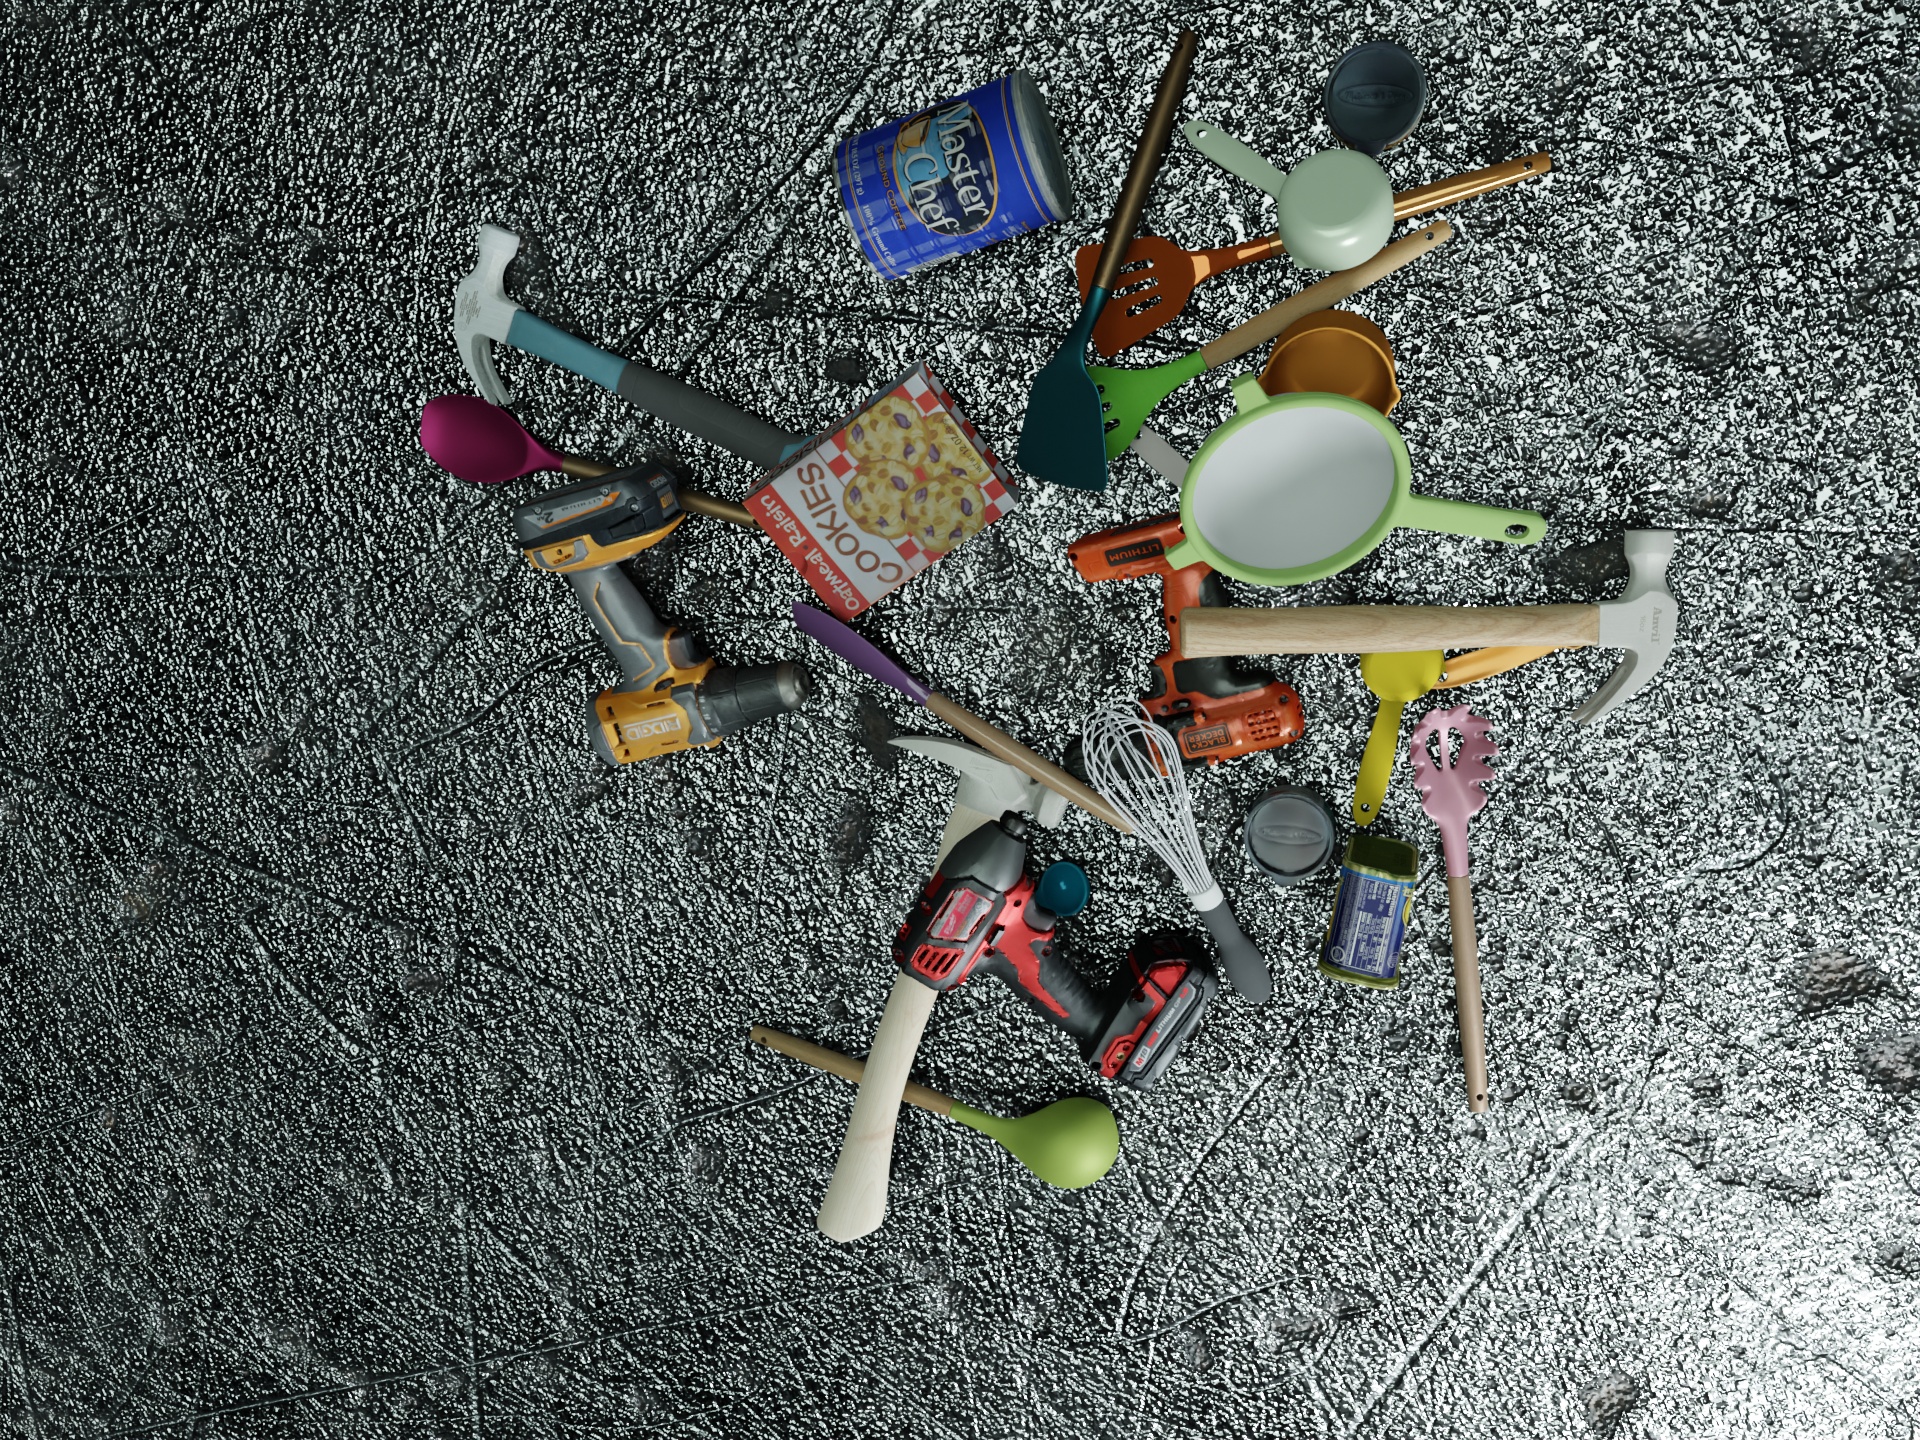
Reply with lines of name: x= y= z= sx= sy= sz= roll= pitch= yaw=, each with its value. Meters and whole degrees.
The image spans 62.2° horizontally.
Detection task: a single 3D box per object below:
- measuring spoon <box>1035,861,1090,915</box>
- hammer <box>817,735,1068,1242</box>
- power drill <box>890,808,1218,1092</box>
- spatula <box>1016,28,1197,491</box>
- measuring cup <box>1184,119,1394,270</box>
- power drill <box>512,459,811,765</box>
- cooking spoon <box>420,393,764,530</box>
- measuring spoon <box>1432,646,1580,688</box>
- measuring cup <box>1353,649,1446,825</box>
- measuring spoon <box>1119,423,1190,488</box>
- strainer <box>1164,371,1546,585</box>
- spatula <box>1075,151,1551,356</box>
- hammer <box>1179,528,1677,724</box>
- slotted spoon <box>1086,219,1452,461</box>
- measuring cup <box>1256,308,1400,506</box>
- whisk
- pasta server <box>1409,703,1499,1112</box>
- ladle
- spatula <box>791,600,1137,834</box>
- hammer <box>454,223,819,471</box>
measuring spoon: x=0.053 y=0.152 z=1.256 sx=0.128 sy=0.021 sz=0.042 roll=-33 pitch=68 yaw=28
hammer: x=-0.046 y=0.216 z=1.255 sx=0.146 sy=0.038 sz=0.410 roll=20 pitch=98 yaw=12
power drill: x=0.073 y=0.168 z=1.183 sx=0.219 sy=0.078 sz=0.143 roll=30 pitch=99 yaw=-9
spatula: x=0.110 y=-0.320 z=1.106 sx=0.082 sy=0.044 sz=0.317 roll=22 pitch=94 yaw=37
measuring cup: x=0.214 y=-0.367 z=1.064 sx=0.168 sy=0.038 sz=0.083 roll=40 pitch=89 yaw=19
power drill: x=-0.230 y=-0.083 z=1.241 sx=0.185 sy=0.084 sz=0.226 roll=-12 pitch=109 yaw=18
cooking spoon: x=-0.293 y=-0.198 z=1.273 sx=0.319 sy=0.017 sz=0.068 roll=17 pitch=108 yaw=12
measuring spoon: x=0.383 y=-0.045 z=1.122 sx=0.117 sy=0.011 sz=0.021 roll=-19 pitch=96 yaw=22
measuring cup: x=0.304 y=0.006 z=1.141 sx=0.062 sy=0.029 sz=0.156 roll=15 pitch=107 yaw=19
measuring spoon: x=0.165 y=-0.179 z=1.153 sx=0.124 sy=0.018 sz=0.034 roll=43 pitch=121 yaw=10
strainer: x=0.269 y=-0.161 z=1.070 sx=0.256 sy=0.069 sz=0.151 roll=7 pitch=132 yaw=-11
spatula: x=0.237 y=-0.333 z=1.093 sx=0.322 sy=0.041 sz=0.081 roll=-14 pitch=97 yaw=14
hammer: x=0.316 y=-0.061 z=1.085 sx=0.331 sy=0.031 sz=0.130 roll=-1 pitch=98 yaw=3
slotted spoon: x=0.193 y=-0.267 z=1.114 sx=0.314 sy=0.031 sz=0.070 roll=-26 pitch=92 yaw=17
measuring cup: x=0.252 y=-0.202 z=1.108 sx=0.095 sy=0.052 sz=0.173 roll=7 pitch=129 yaw=11
whisk: x=0.166 y=0.101 z=1.160 sx=0.070 sy=0.070 sz=0.284 roll=-22 pitch=116 yaw=19
pasta server: x=0.364 y=0.139 z=1.152 sx=0.060 sy=0.040 sz=0.316 roll=-7 pitch=101 yaw=6
ladle: x=-0.025 y=0.303 z=1.302 sx=0.320 sy=0.062 sz=0.078 roll=16 pitch=111 yaw=19
spatula: x=-0.002 y=-0.004 z=1.206 sx=0.316 sy=0.059 sz=0.018 roll=33 pitch=69 yaw=12
hammer: x=-0.249 y=-0.263 z=1.239 sx=0.331 sy=0.033 sz=0.128 roll=26 pitch=107 yaw=9
